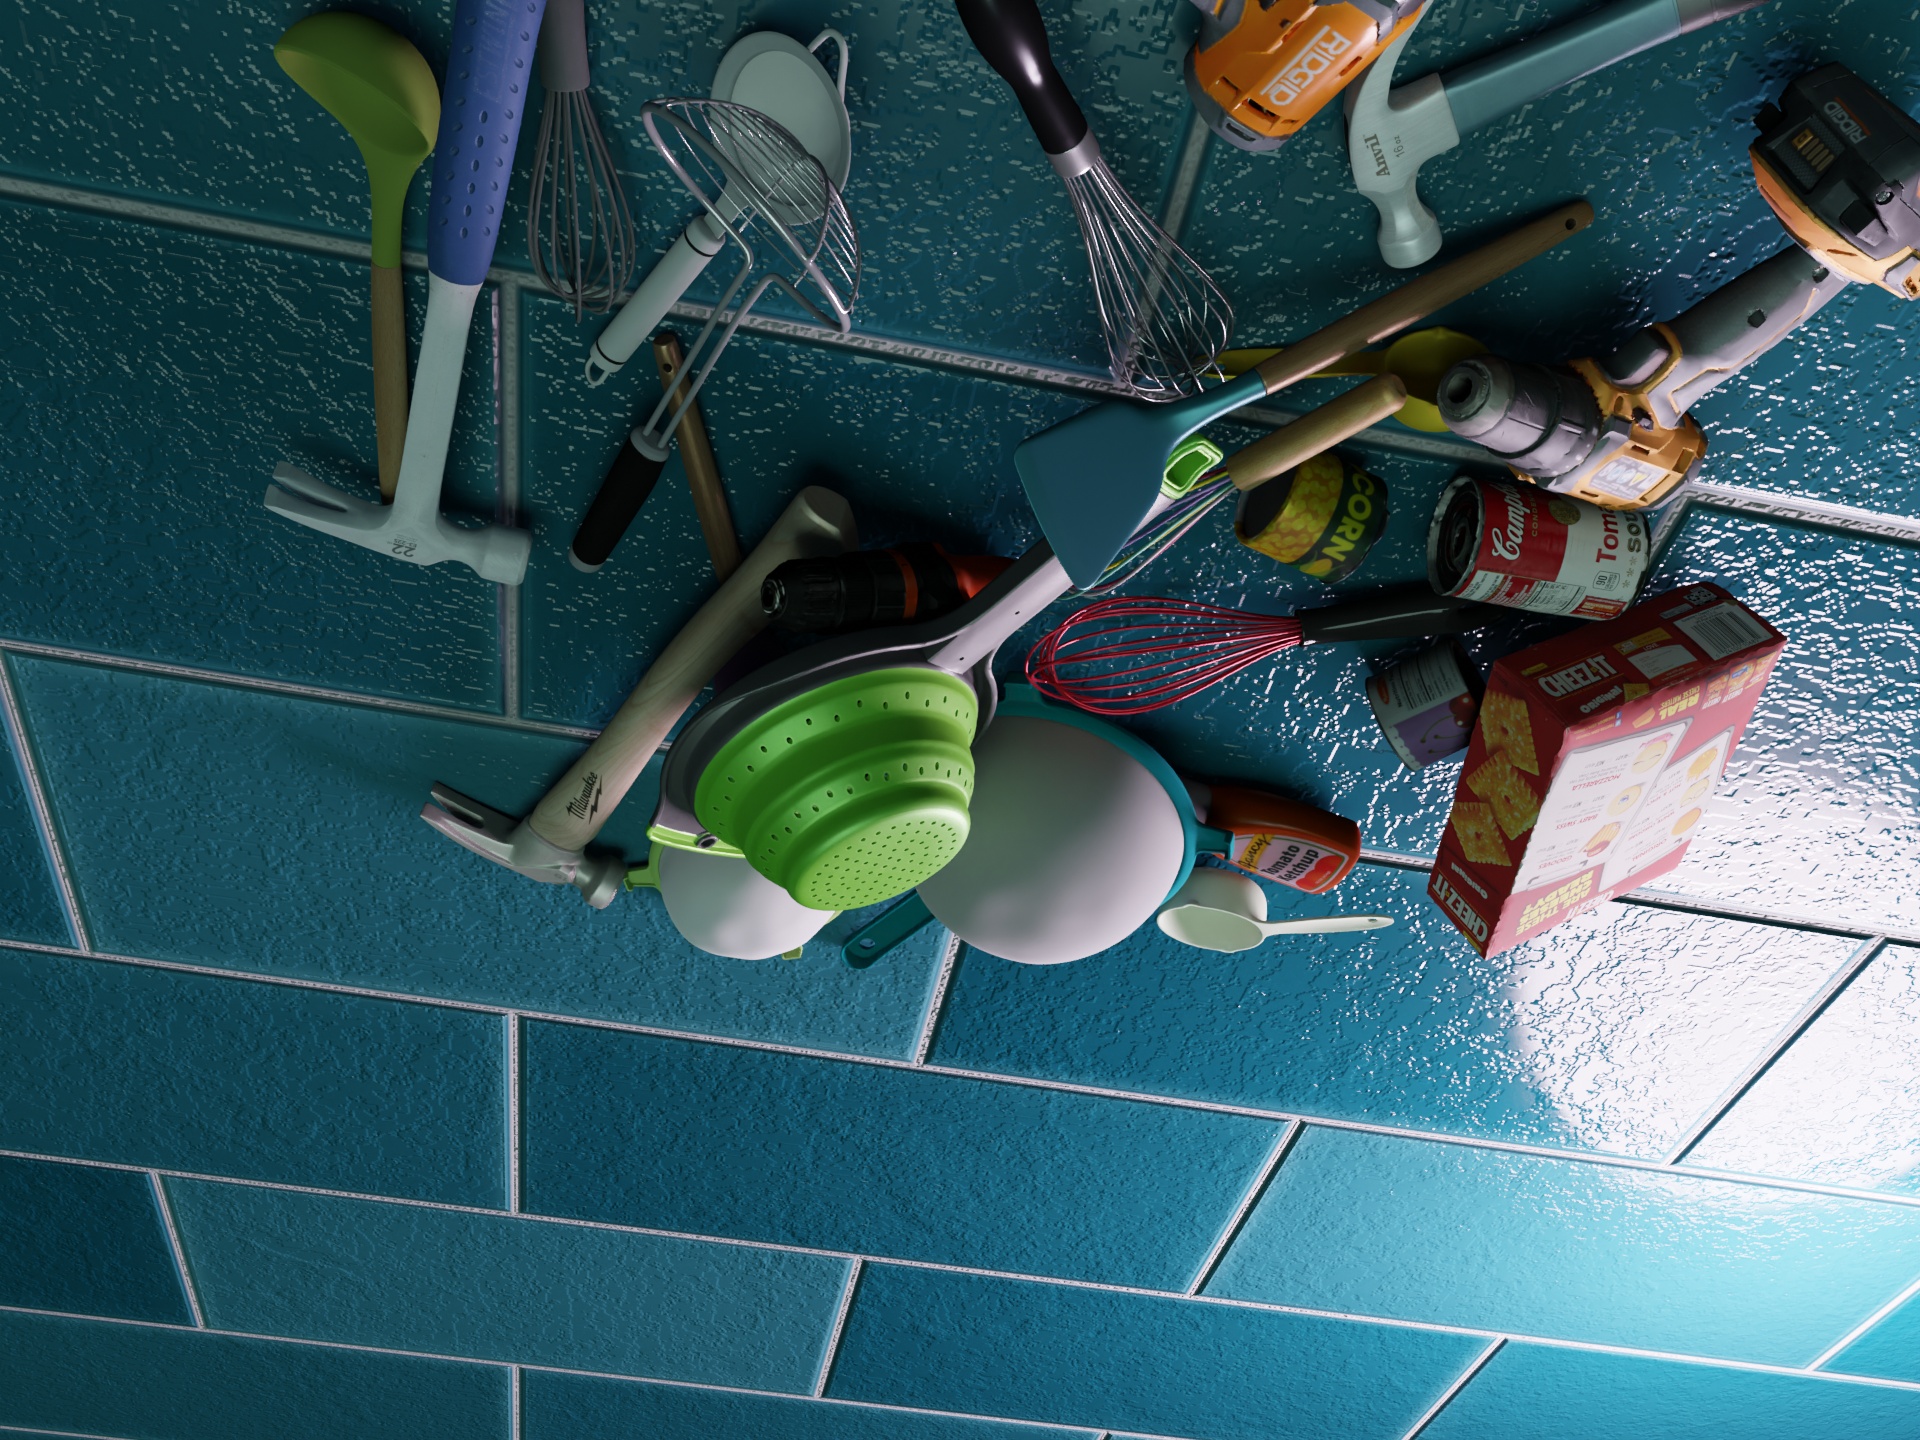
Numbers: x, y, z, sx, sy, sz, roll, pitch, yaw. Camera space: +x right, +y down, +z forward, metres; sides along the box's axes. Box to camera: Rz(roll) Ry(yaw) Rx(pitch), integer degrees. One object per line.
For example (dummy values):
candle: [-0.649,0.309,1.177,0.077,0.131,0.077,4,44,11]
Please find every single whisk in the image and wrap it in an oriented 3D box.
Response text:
whisk: [0.132,-0.126,0.869,0.245,0.051,0.047,-26,119,40]
whisk: [-0.186,-0.299,0.745,0.055,0.055,0.238,3,130,-1]
whisk: [0.185,-0.052,0.959,0.296,0.073,0.073,-8,133,1]
whisk: [0.063,-0.243,0.737,0.070,0.070,0.284,-19,145,20]

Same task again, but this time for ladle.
ladle: [-0.306,-0.211,0.828,0.078,0.062,0.320,26,136,7]

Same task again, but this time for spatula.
spatula: [-0.142,-0.091,0.959,0.060,0.018,0.315,-1,134,8]
spatula: [0.174,-0.175,0.782,0.317,0.044,0.082,-28,114,0]

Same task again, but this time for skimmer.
skimmer: [-0.154,-0.163,0.798,0.127,0.090,0.363,45,139,-2]

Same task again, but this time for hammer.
hammer: [-0.252,-0.210,0.771,0.144,0.035,0.405,12,142,-18]
hammer: [0.331,-0.324,0.708,0.331,0.033,0.128,-20,131,20]
hammer: [-0.200,-0.014,1.007,0.146,0.038,0.410,30,131,-21]

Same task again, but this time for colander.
colander: [-0.001,-0.003,0.878,0.397,0.095,0.204,-38,150,23]

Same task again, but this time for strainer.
strainer: [-0.120,0.098,1.102,0.151,0.069,0.256,28,130,-22]
strainer: [-0.123,-0.249,0.794,0.258,0.050,0.087,-36,89,38]
strainer: [0.007,0.123,1.083,0.211,0.095,0.340,38,132,-15]

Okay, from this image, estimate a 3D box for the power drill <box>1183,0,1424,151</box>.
power drill: [0.090,-0.339,0.640,0.226,0.084,0.164,23,157,-19]

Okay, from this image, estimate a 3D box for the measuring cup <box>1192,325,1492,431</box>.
measuring cup: [0.202,-0.180,0.846,0.156,0.062,0.029,4,145,13]

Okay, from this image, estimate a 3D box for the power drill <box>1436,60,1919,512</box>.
power drill: [0.351,-0.196,0.764,0.185,0.084,0.226,6,141,-38]

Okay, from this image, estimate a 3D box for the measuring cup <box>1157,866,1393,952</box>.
measuring cup: [0.219,0.128,1.111,0.167,0.038,0.083,-6,146,29]
